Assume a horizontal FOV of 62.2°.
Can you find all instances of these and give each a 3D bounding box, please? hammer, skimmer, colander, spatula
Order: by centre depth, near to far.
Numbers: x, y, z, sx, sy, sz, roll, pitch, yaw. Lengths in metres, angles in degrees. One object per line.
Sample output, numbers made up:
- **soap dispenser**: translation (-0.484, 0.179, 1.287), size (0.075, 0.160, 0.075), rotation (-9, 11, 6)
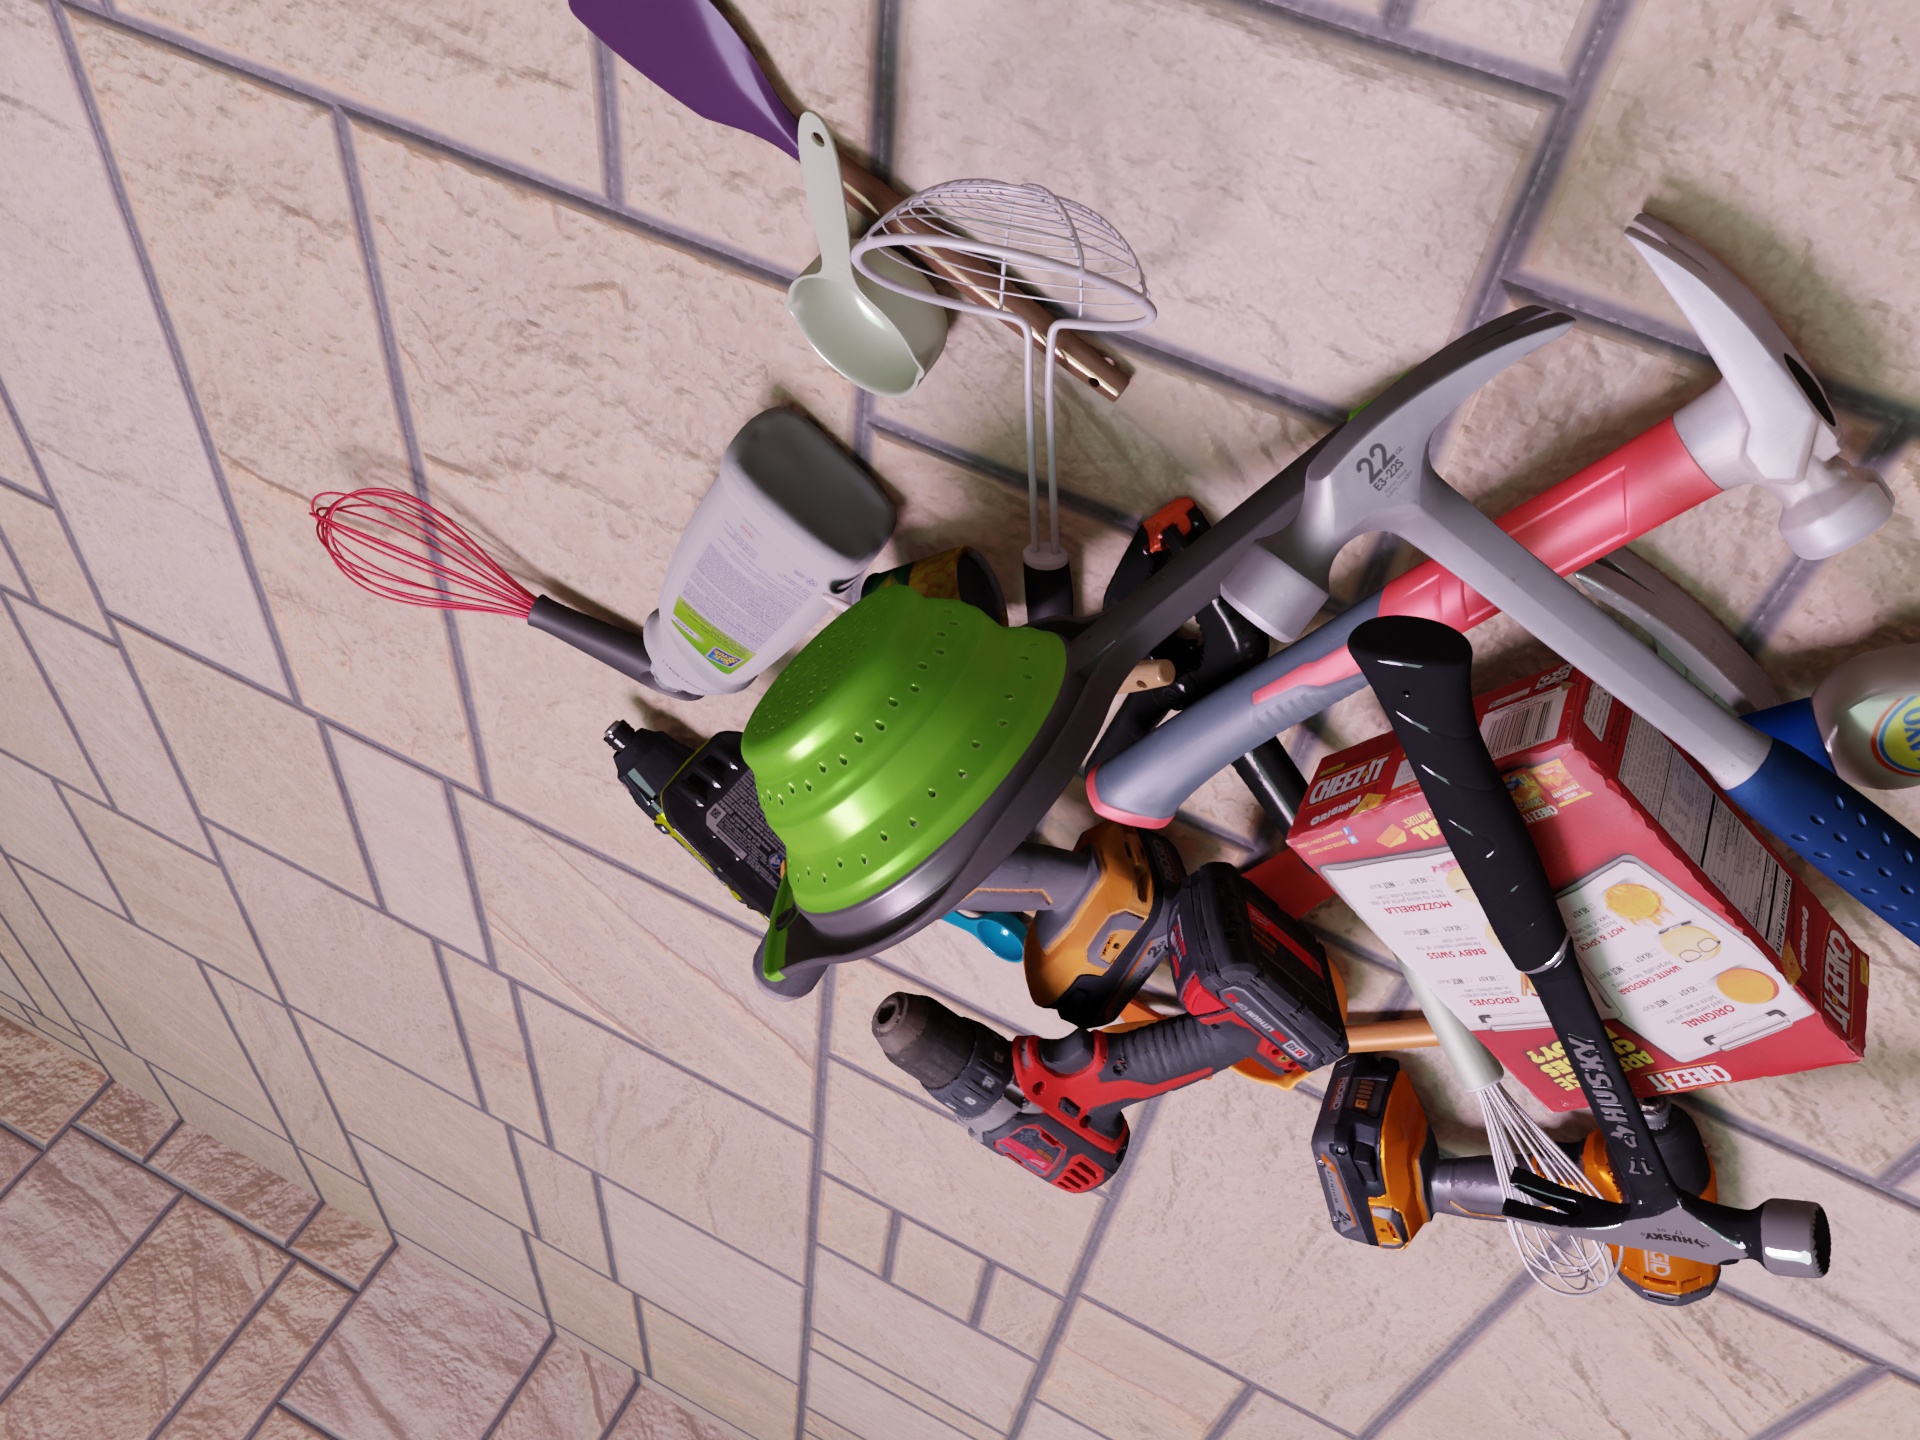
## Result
- **hammer**: translation (0.296, 0.006, 0.603), size (0.405, 0.035, 0.144), rotation (33, 106, -17)
- **hammer**: translation (0.182, -0.053, 0.705), size (0.143, 0.038, 0.386), rotation (52, 134, -4)
- **colander**: translation (0.027, -0.045, 0.713), size (0.397, 0.205, 0.094), rotation (-39, 109, 17)
- **hammer**: translation (0.263, 0.115, 0.714), size (0.149, 0.036, 0.408), rotation (-7, 127, 40)
- **spatula**: translation (-0.049, -0.249, 0.731), size (0.316, 0.018, 0.059), rotation (37, 143, -4)
- **skimmer**: translation (0.029, -0.100, 0.754), size (0.127, 0.090, 0.362), rotation (12, 144, 15)
- **hammer**: translation (0.240, 0.040, 0.823), size (0.149, 0.037, 0.359), rotation (40, 142, -9)
- **spatula**: translation (0.230, 0.198, 1.017), size (0.322, 0.041, 0.081), rotation (-15, 121, 40)

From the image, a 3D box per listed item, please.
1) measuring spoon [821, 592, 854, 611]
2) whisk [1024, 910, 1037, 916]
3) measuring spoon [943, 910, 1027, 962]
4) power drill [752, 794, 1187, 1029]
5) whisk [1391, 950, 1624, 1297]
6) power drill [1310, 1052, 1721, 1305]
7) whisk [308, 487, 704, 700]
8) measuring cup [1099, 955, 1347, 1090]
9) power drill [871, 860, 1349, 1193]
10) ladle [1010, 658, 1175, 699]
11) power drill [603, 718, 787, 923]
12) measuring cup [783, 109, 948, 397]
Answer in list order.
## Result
- **measuring spoon**: translation (-0.049, -0.048, 0.897), size (0.034, 0.018, 0.124), rotation (23, 178, 26)
- **whisk**: translation (0.008, 0.092, 0.995), size (0.244, 0.051, 0.047), rotation (31, 143, -29)
- **measuring spoon**: translation (-0.003, 0.130, 1.122), size (0.129, 0.021, 0.042), rotation (25, 144, 27)
- **power drill**: translation (-0.001, 0.116, 0.941), size (0.226, 0.084, 0.185), rotation (18, 123, -22)
- **whisk**: translation (0.300, 0.210, 0.896), size (0.246, 0.059, 0.058), rotation (63, 176, 3)
- **power drill**: translation (0.337, 0.269, 0.970), size (0.226, 0.084, 0.164), rotation (2, 131, 30)
- **whisk**: translation (-0.304, -0.083, 1.075), size (0.296, 0.073, 0.073), rotation (25, 143, 0)
- **measuring cup**: translation (0.162, 0.182, 1.002), size (0.173, 0.052, 0.095), rotation (-19, 98, 42)
- **power drill**: translation (0.081, 0.173, 0.901), size (0.226, 0.080, 0.187), rotation (-36, 122, 25)
- **ladle**: translation (-0.001, -0.003, 0.897), size (0.078, 0.062, 0.320), rotation (44, 152, -26)
- **power drill**: translation (-0.157, 0.065, 1.062), size (0.171, 0.080, 0.223), rotation (46, 165, -16)
- **measuring cup**: translation (-0.045, -0.216, 0.720), size (0.083, 0.038, 0.167), rotation (29, 157, 20)
